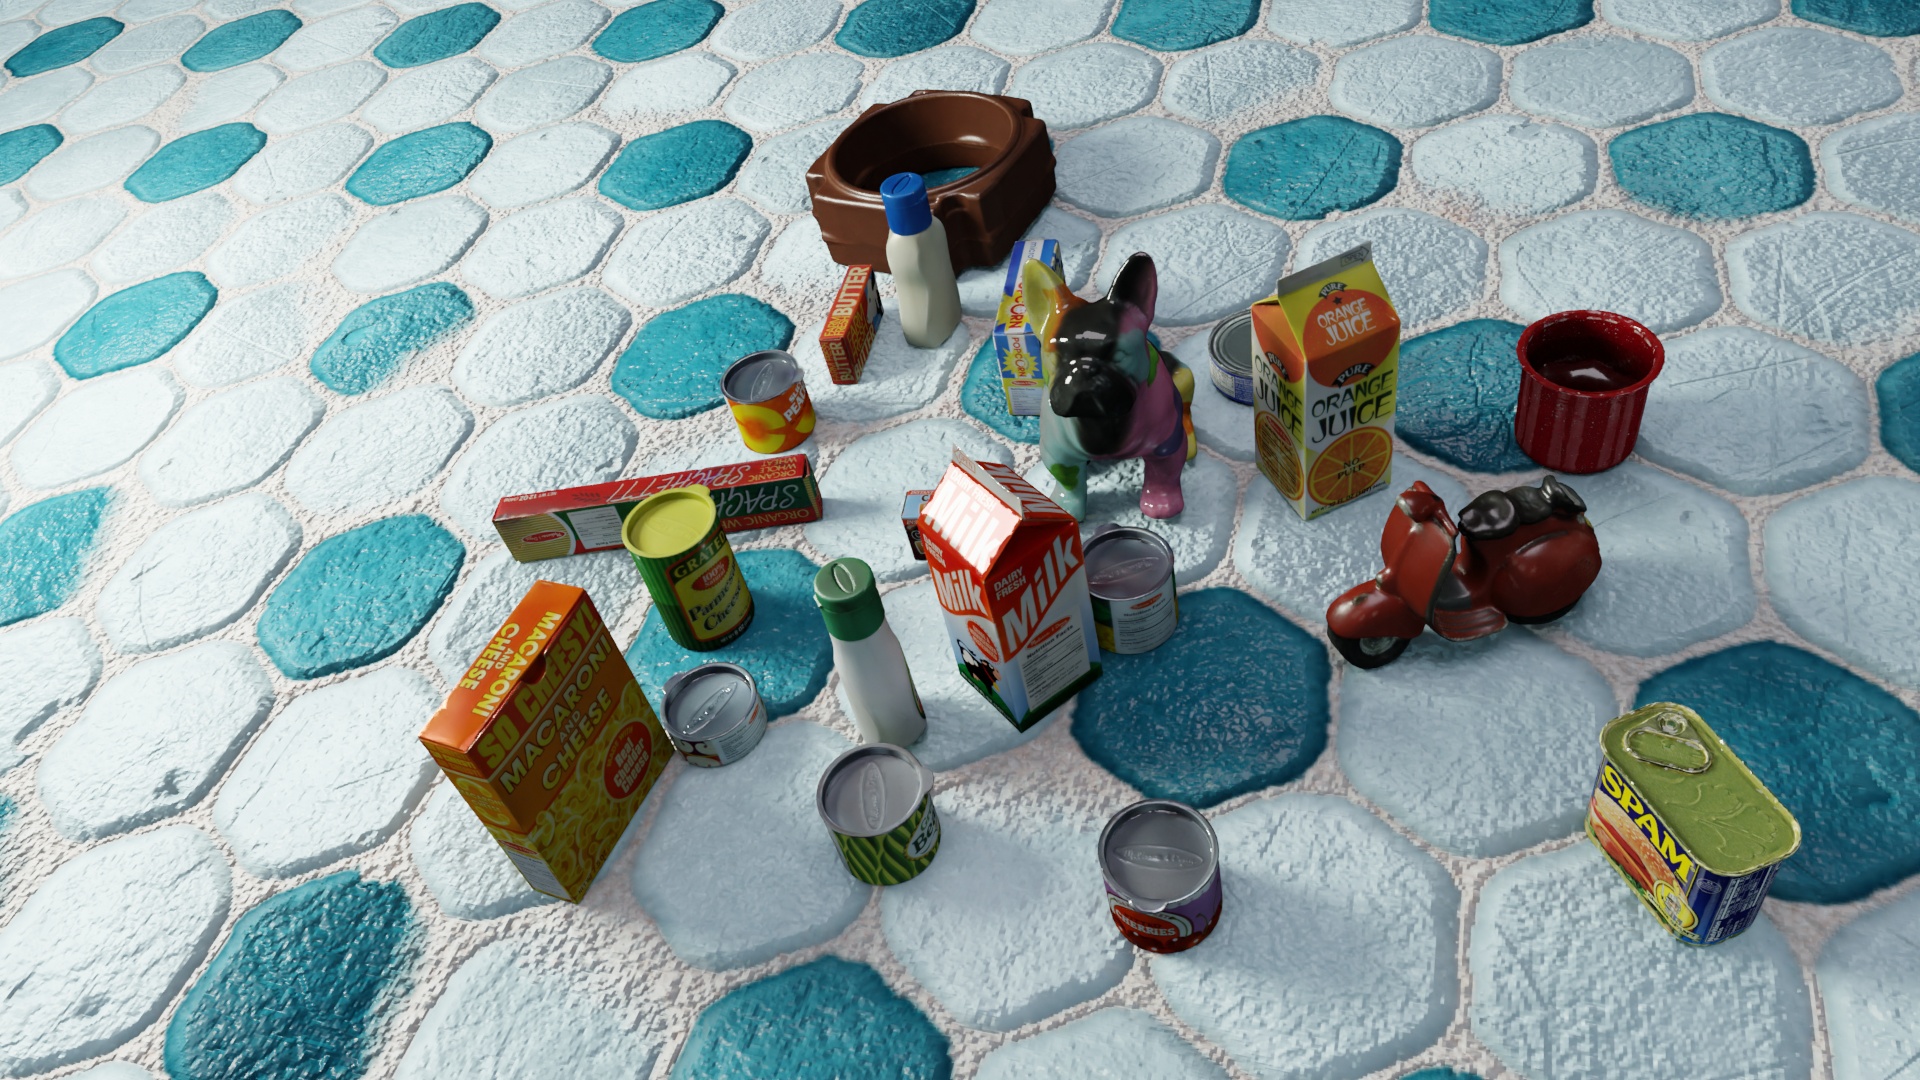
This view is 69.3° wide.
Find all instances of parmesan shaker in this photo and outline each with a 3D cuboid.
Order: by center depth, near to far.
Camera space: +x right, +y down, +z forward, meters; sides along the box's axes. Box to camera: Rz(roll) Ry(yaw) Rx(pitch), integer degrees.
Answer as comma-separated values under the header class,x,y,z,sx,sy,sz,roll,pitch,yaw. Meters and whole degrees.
class,x,y,z,sx,sy,sz,roll,pitch,yaw
parmesan shaker,-0.188,0.020,0.983,0.071,0.102,0.072,-7,45,7

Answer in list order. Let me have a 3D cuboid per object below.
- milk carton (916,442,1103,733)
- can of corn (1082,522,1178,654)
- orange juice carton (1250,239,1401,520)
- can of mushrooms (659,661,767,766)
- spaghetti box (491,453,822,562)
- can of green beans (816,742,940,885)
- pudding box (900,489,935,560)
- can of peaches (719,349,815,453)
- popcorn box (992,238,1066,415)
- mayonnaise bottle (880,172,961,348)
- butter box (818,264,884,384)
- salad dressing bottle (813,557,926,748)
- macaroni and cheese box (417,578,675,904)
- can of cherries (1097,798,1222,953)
class,x,y,z,sx,sy,sz,roll,pitch,yaw
milk carton,0.030,0.025,0.865,0.074,0.189,0.072,-33,48,-18
can of corn,0.111,0.032,0.932,0.071,0.058,0.071,-7,45,7
orange juice carton,0.247,-0.112,0.945,0.072,0.191,0.073,-22,46,-8
can of mushrooms,-0.167,0.116,0.934,0.071,0.033,0.071,-7,45,7
spaghetti box,-0.232,-0.024,1.074,0.250,0.050,0.029,-8,45,6
can of green beans,-0.048,0.166,0.840,0.071,0.057,0.071,-7,45,7
pudding box,0.004,-0.013,1.007,0.084,0.049,0.030,-1,46,12
can of peaches,-0.154,-0.113,1.136,0.071,0.057,0.071,-7,45,7
popcorn box,0.060,-0.174,1.125,0.038,0.084,0.127,0,47,14
mayonnaise bottle,-0.035,-0.235,1.163,0.041,0.147,0.065,13,51,24
butter box,-0.093,-0.186,1.196,0.024,0.052,0.104,2,47,15
salad dressing bottle,-0.057,0.073,0.869,0.044,0.147,0.064,-24,46,-10
macaroni and cheese box,-0.245,0.124,0.850,0.040,0.165,0.124,10,50,22
can of cherries,0.112,0.190,0.778,0.071,0.058,0.072,-7,45,7
